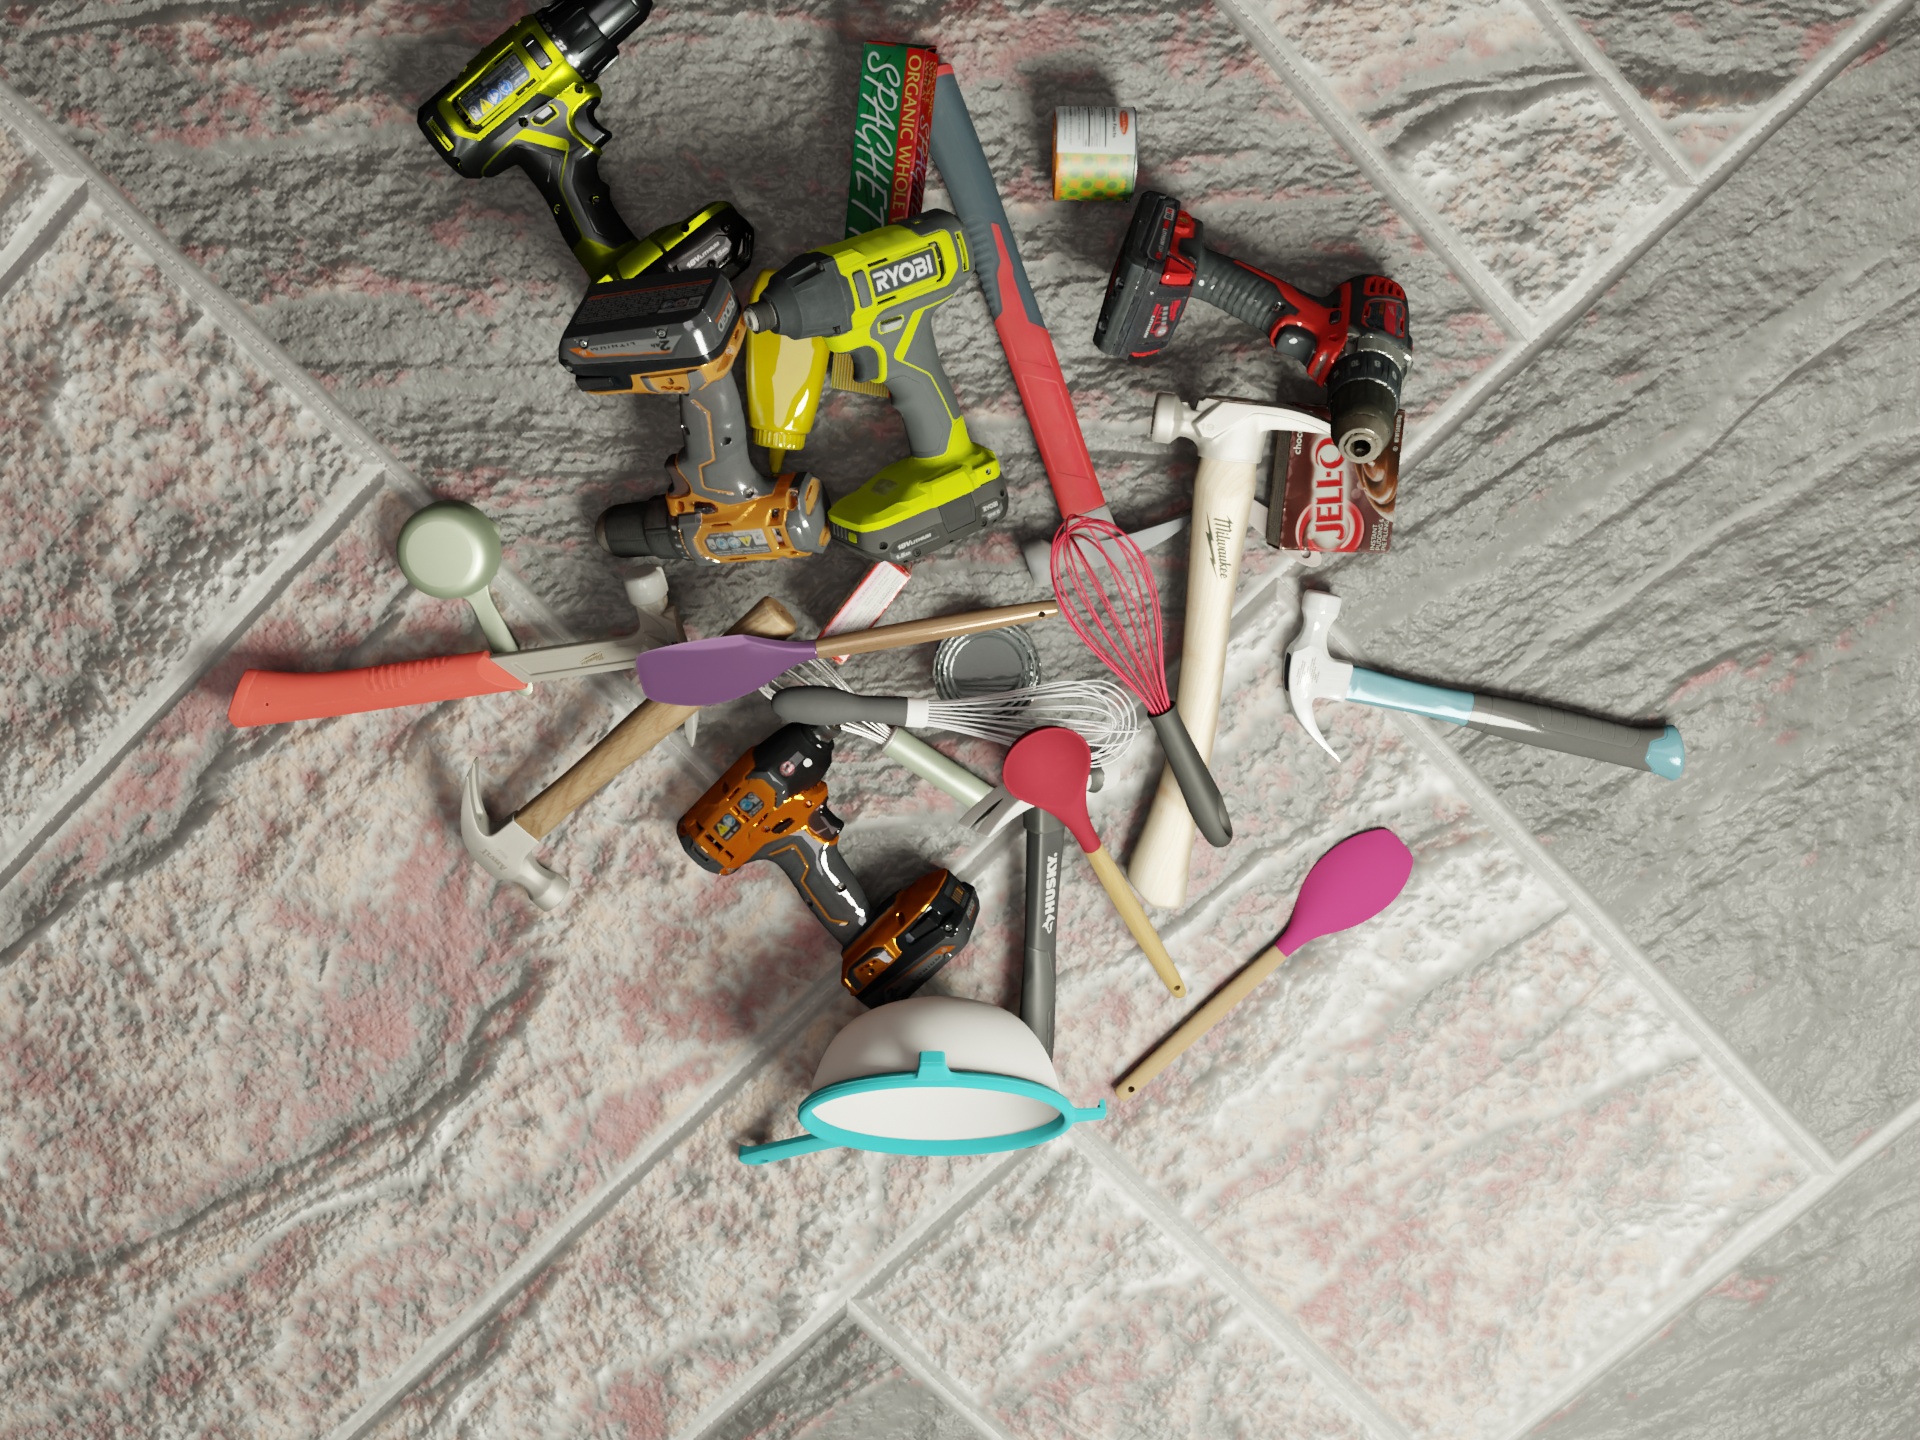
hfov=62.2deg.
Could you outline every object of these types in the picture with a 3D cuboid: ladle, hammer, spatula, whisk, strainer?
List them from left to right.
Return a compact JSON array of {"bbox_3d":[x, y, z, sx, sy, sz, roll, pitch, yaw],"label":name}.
[{"bbox_3d":[-0.389,-0.026,1.245,0.359,0.037,0.149,-8,118,2],"label":"hammer"},{"bbox_3d":[-0.260,0.015,1.235,0.331,0.031,0.130,-38,114,16],"label":"hammer"},{"bbox_3d":[-0.082,-0.056,1.187,0.316,0.018,0.059,-11,128,-3],"label":"spatula"},{"bbox_3d":[-0.064,0.011,1.269,0.246,0.058,0.059,33,135,-10],"label":"whisk"},{"bbox_3d":[-0.063,0.287,1.268,0.210,0.095,0.340,25,144,-38],"label":"strainer"},{"bbox_3d":[-0.002,-0.004,1.213,0.284,0.070,0.070,4,102,-8],"label":"whisk"},{"bbox_3d":[0.060,0.195,1.285,0.146,0.035,0.334,-14,114,-39],"label":"hammer"},{"bbox_3d":[0.060,-0.304,1.201,0.143,0.038,0.386,-20,102,3],"label":"hammer"},{"bbox_3d":[0.115,0.116,1.246,0.069,0.031,0.315,-28,123,5],"label":"ladle"},{"bbox_3d":[0.143,-0.025,1.192,0.073,0.073,0.295,-26,111,5],"label":"whisk"},{"bbox_3d":[0.196,-0.042,1.229,0.146,0.038,0.410,7,111,5],"label":"hammer"},{"bbox_3d":[0.418,-0.007,1.269,0.331,0.033,0.128,13,101,-3],"label":"hammer"}]

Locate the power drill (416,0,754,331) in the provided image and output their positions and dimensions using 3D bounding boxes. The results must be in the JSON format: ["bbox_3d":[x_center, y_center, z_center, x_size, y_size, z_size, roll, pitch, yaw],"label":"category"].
[{"bbox_3d":[-0.255,-0.409,1.158,0.190,0.080,0.228,-36,97,8],"label":"power drill"}]

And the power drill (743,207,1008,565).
[{"bbox_3d":[-0.056,-0.235,1.147,0.171,0.080,0.223,-27,120,-24],"label":"power drill"}]

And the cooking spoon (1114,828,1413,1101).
[{"bbox_3d":[0.248,0.209,1.323,0.319,0.017,0.068,-44,98,8],"label":"cooking spoon"}]

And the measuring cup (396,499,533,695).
[{"bbox_3d":[-0.381,-0.091,1.244,0.083,0.038,0.167,-24,100,5],"label":"measuring cup"}]

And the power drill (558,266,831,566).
[{"bbox_3d":[-0.211,-0.205,1.155,0.185,0.084,0.226,-3,136,17],"label":"power drill"}]

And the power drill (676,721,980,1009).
[{"bbox_3d":[-0.093,0.107,1.257,0.226,0.084,0.164,43,112,-6],"label":"power drill"}]

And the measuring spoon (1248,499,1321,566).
[{"bbox_3d":[0.234,-0.159,1.248,0.124,0.018,0.034,35,94,-14],"label":"measuring spoon"}]

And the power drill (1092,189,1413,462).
[{"bbox_3d":[0.215,-0.276,1.139,0.226,0.188,0.080,19,138,-2],"label":"power drill"}]
